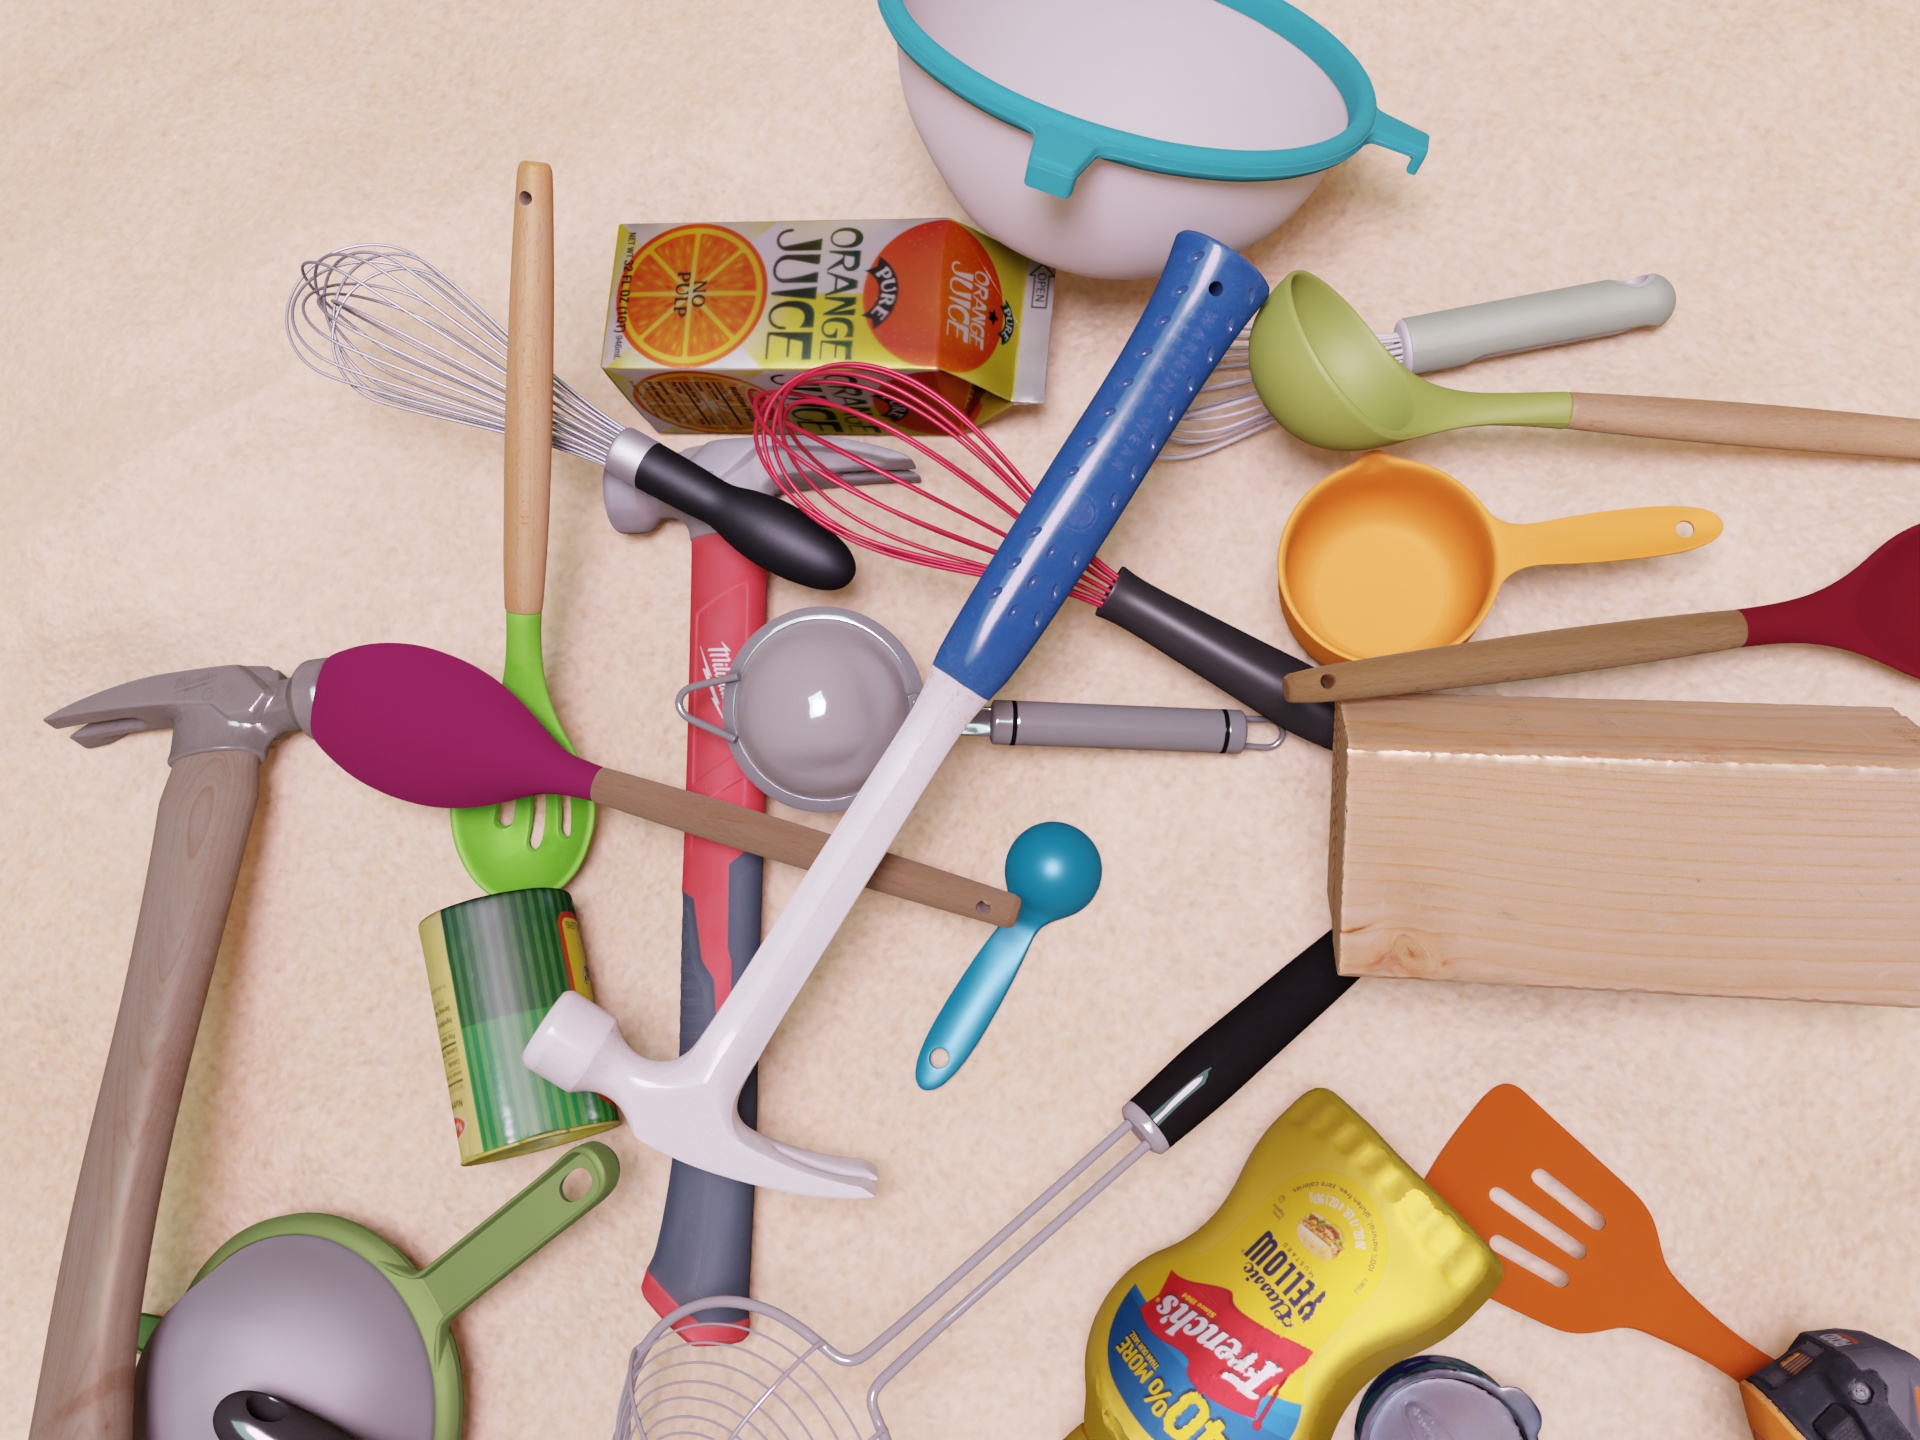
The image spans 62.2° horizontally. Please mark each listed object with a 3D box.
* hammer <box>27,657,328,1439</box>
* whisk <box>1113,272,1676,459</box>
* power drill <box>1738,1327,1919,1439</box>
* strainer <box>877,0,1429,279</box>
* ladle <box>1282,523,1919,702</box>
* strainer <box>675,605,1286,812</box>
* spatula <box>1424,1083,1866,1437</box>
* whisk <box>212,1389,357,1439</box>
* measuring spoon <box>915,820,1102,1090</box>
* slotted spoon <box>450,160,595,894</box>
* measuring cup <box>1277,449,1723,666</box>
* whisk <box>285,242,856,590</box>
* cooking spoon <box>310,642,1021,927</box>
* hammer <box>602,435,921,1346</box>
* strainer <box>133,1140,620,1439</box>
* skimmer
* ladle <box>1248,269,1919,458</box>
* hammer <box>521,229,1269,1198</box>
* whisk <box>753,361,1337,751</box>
[{"bbox_3d":[-0.348,0.163,0.658,0.146,0.038,0.411,-8,61,9],"label":"hammer"},{"bbox_3d":[0.184,-0.159,0.689,0.246,0.058,0.059,-10,111,4],"label":"whisk"},{"bbox_3d":[0.235,0.295,0.529,0.226,0.084,0.185,-39,70,3],"label":"power drill"},{"bbox_3d":[0.031,-0.295,0.715,0.211,0.095,0.341,-14,51,-28],"label":"strainer"},{"bbox_3d":[0.280,-0.032,0.622,0.315,0.031,0.069,-7,79,-5],"label":"ladle"},{"bbox_3d":[0.010,-0.001,0.662,0.258,0.050,0.087,2,96,-6],"label":"strainer"},{"bbox_3d":[0.321,0.258,0.587,0.323,0.041,0.081,33,86,10],"label":"spatula"},{"bbox_3d":[-0.179,0.322,0.606,0.239,0.055,0.055,36,86,-7],"label":"whisk"},{"bbox_3d":[0.016,0.099,0.669,0.042,0.021,0.128,30,83,14],"label":"measuring spoon"},{"bbox_3d":[-0.182,-0.071,0.673,0.070,0.031,0.313,10,108,12],"label":"slotted spoon"},{"bbox_3d":[0.217,-0.063,0.657,0.173,0.052,0.095,-6,77,6],"label":"measuring cup"},{"bbox_3d":[-0.169,-0.130,0.692,0.284,0.070,0.070,29,84,6],"label":"whisk"},{"bbox_3d":[-0.128,0.034,0.665,0.319,0.017,0.068,16,100,7],"label":"cooking spoon"},{"bbox_3d":[-0.088,0.064,0.687,0.143,0.038,0.386,-2,78,7],"label":"hammer"},{"bbox_3d":[-0.244,0.250,0.634,0.256,0.069,0.151,-39,74,12],"label":"strainer"},{"bbox_3d":[0.023,0.203,0.629,0.363,0.090,0.127,-37,75,-15],"label":"skimmer"},{"bbox_3d":[0.273,-0.131,0.636,0.320,0.062,0.078,4,50,-2],"label":"ladle"},{"bbox_3d":[-0.001,-0.002,0.615,0.144,0.035,0.405,32,91,-5],"label":"hammer"},{"bbox_3d":[0.045,-0.064,0.661,0.296,0.073,0.073,29,84,-1],"label":"whisk"}]
